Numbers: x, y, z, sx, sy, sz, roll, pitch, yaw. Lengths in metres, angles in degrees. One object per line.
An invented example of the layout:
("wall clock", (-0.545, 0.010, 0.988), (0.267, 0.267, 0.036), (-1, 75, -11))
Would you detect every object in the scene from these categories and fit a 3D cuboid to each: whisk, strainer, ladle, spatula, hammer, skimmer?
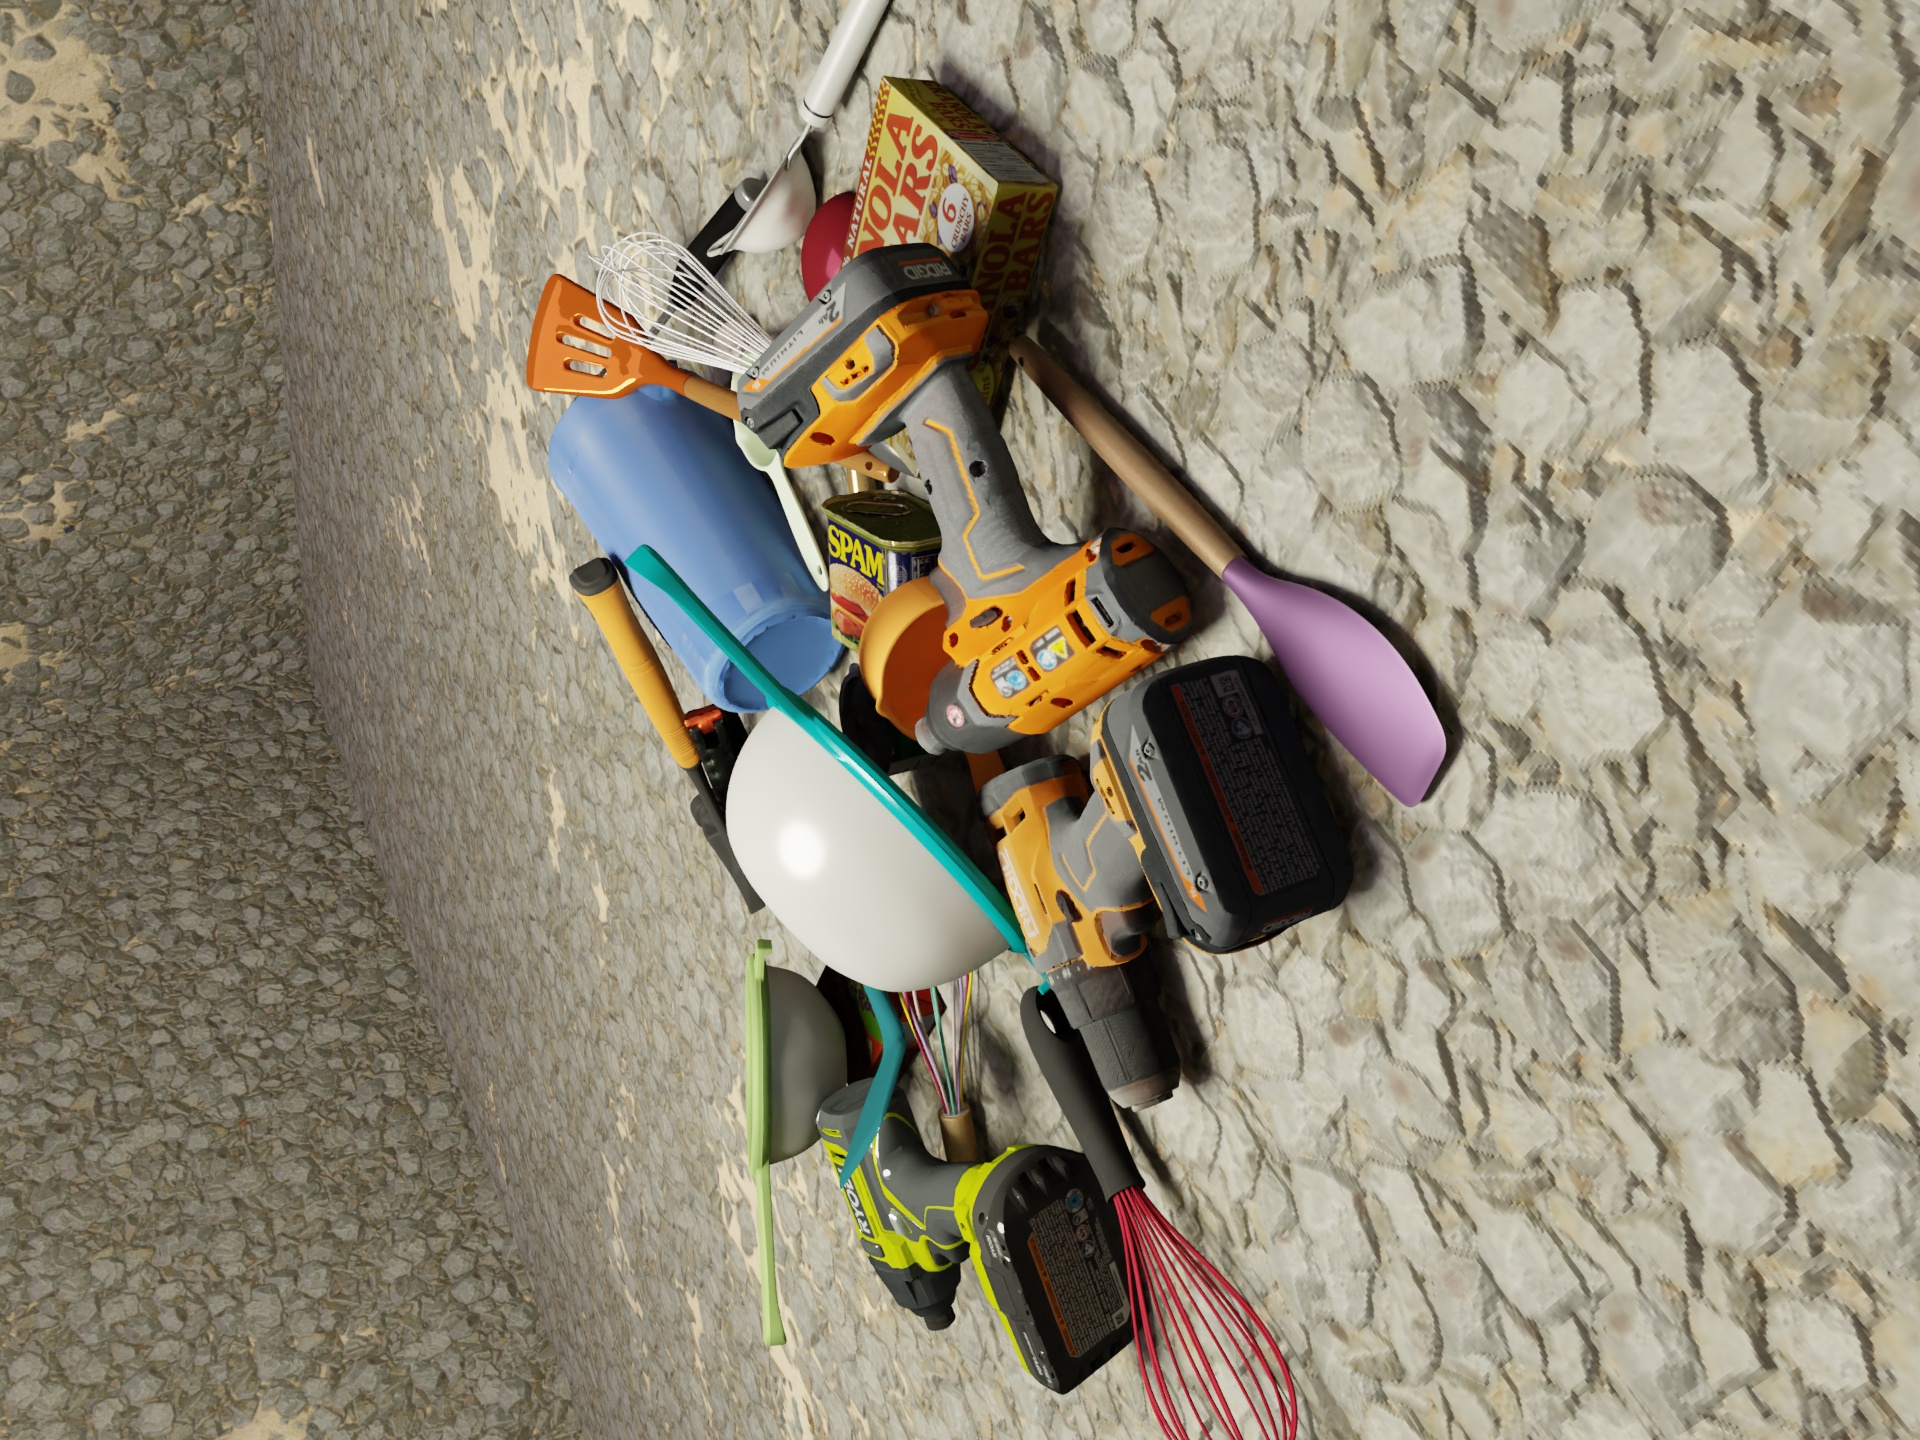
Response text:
("whisk", (0.097, 0.269, 0.844), (0.296, 0.073, 0.073), (64, 150, 32))
("whisk", (-0.004, 0.234, 1.030), (0.051, 0.047, 0.245), (-144, 43, -66))
("strainer", (-0.096, 0.047, 0.867), (0.211, 0.095, 0.340), (36, 169, 50))
("ladle", (-0.062, -0.159, 0.977), (0.069, 0.031, 0.315), (17, 118, 54))
("spatula", (-0.073, 0.138, 1.027), (0.082, 0.044, 0.318), (117, 148, -44))
("strainer", (-0.085, -0.346, 0.921), (0.258, 0.050, 0.087), (-46, 18, 51))
("hammer", (-0.211, 0.010, 1.180), (0.127, 0.034, 0.336), (50, 165, 39))
("whisk", (-0.115, -0.215, 0.947), (0.285, 0.070, 0.070), (34, 135, 21))
("strainer", (-0.107, 0.282, 1.071), (0.151, 0.069, 0.257), (108, 158, -62))
("spatula", (-0.162, -0.206, 1.010), (0.323, 0.041, 0.081), (28, 108, 34))
("skimmer", (-0.205, -0.267, 1.174), (0.363, 0.090, 0.127), (-34, 45, 49))
("spatula", (0.108, -0.085, 0.709), (0.316, 0.018, 0.059), (53, 148, 34))

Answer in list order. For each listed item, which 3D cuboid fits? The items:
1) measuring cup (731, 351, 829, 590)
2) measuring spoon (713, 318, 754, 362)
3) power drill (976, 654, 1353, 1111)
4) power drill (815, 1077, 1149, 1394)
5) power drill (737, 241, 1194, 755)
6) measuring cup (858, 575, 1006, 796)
("measuring cup", (-0.103, -0.163, 1.036), (0.083, 0.038, 0.168), (-39, 70, 59))
("measuring spoon", (-0.151, -0.250, 1.047), (0.018, 0.034, 0.124), (44, -173, -19))
("power drill", (0.091, 0.085, 0.754), (0.185, 0.084, 0.226), (69, 155, 12))
("power drill", (0.007, 0.318, 0.974), (0.223, 0.080, 0.171), (-5, 107, 56))
("power drill", (-0.010, -0.095, 0.772), (0.164, 0.084, 0.226), (-36, 85, 38))
("measuring cup", (-0.001, -0.003, 0.896), (0.052, 0.095, 0.173), (47, 160, 53))
